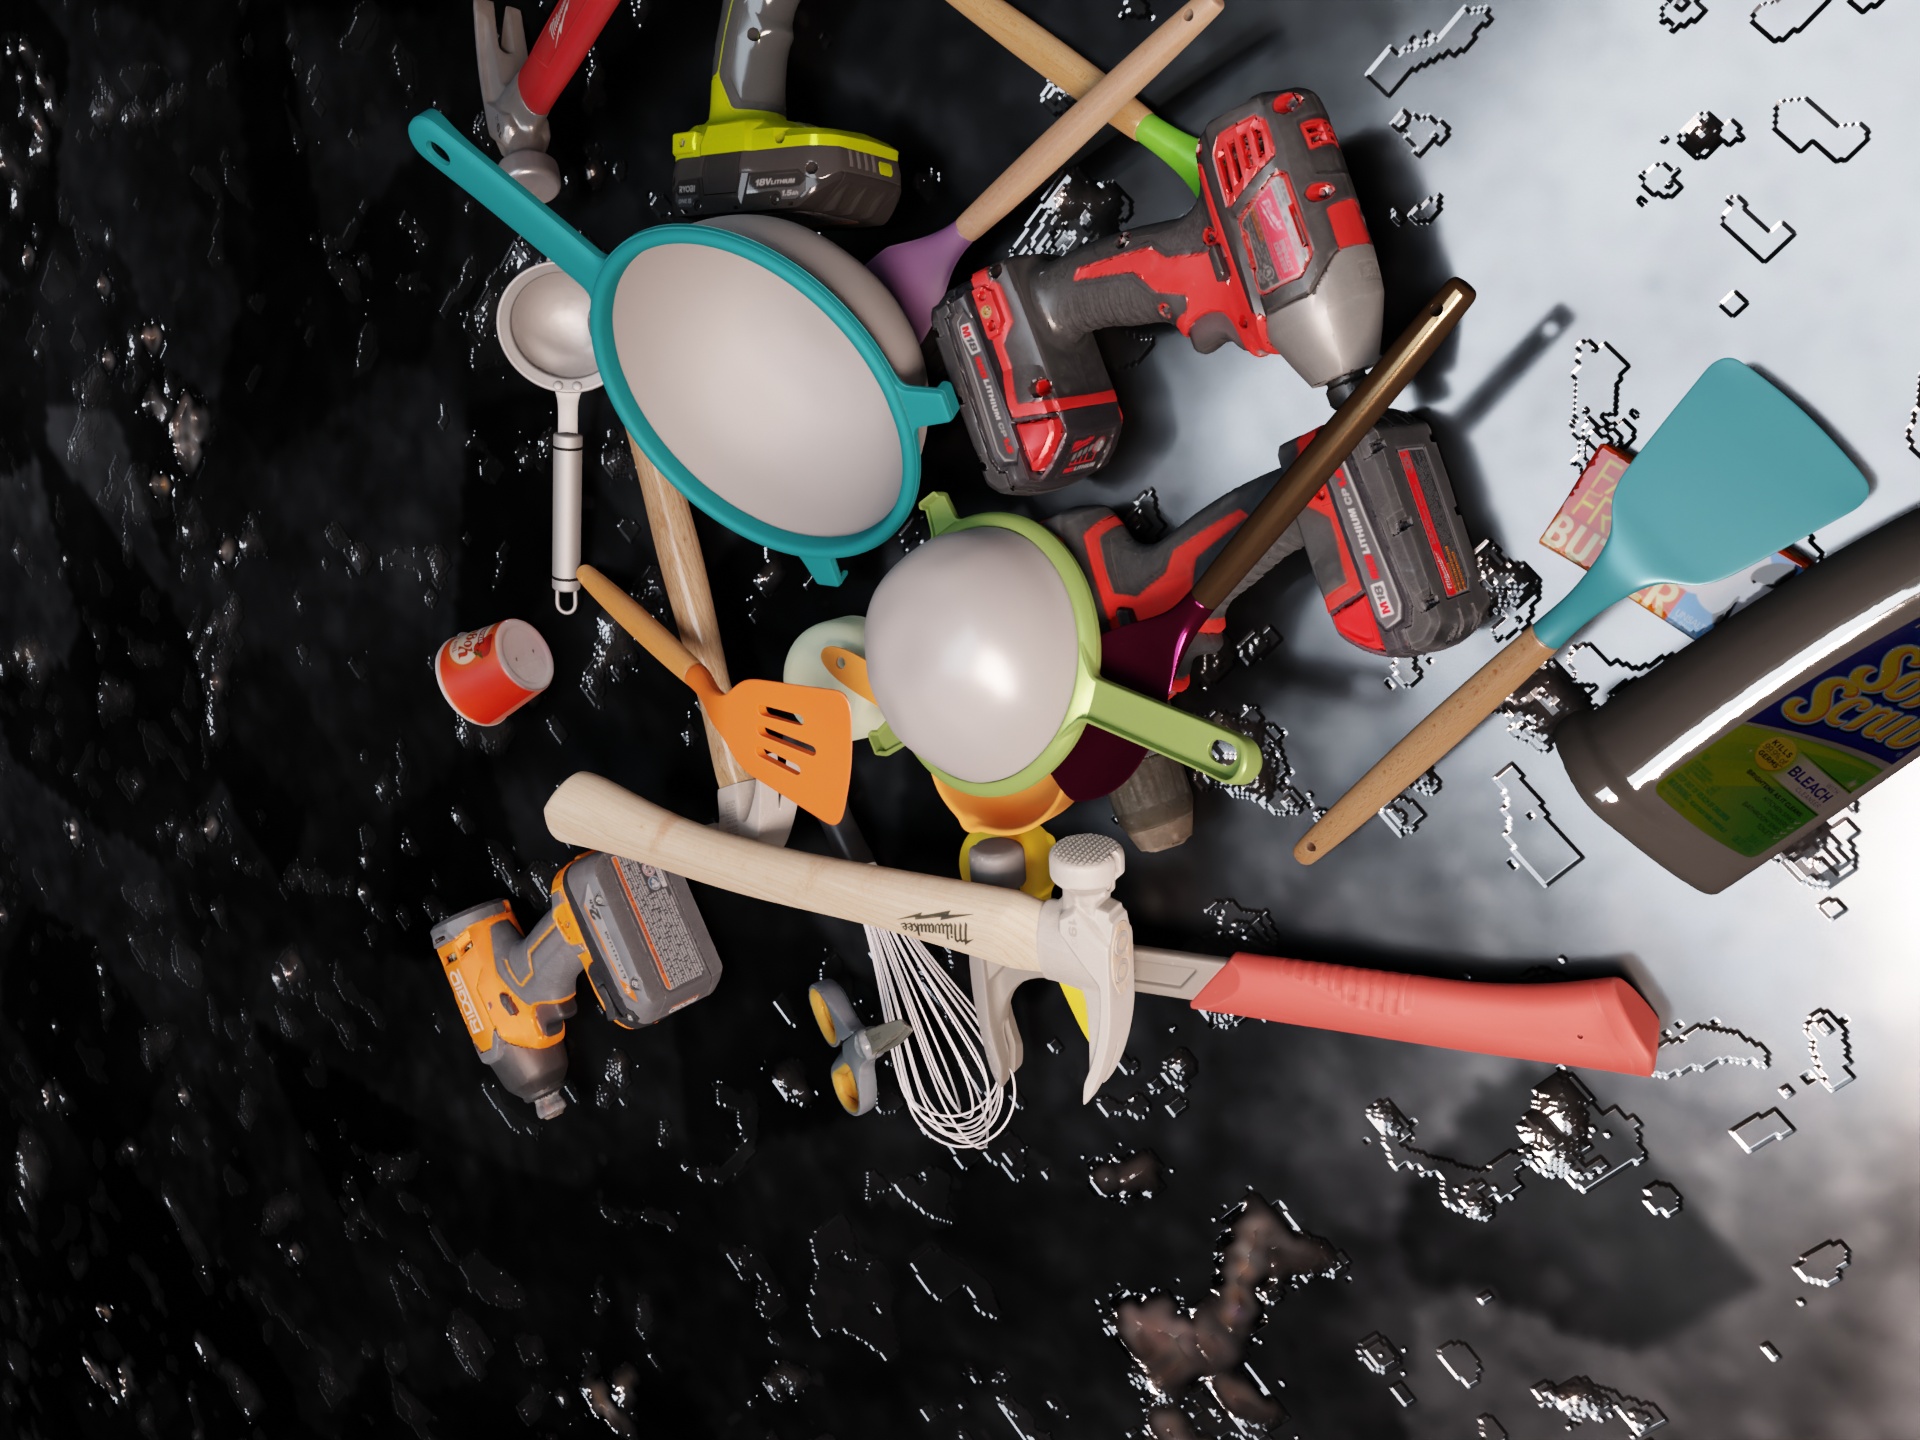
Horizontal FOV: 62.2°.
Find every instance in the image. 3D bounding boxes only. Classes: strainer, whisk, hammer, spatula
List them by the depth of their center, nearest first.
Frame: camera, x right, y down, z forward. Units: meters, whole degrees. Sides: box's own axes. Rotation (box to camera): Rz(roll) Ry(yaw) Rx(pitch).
[{"bbox_3d":[0.259,-0.025,0.739,0.082,0.044,0.317,49,132,12],"label":"spatula"},{"bbox_3d":[0.030,-0.018,0.787,0.257,0.069,0.151,25,107,43],"label":"strainer"},{"bbox_3d":[0.168,0.149,0.831,0.359,0.037,0.149,4,111,28],"label":"hammer"},{"bbox_3d":[0.020,-0.275,0.849,0.316,0.018,0.060,-32,86,41],"label":"spatula"},{"bbox_3d":[-0.182,-0.454,0.879,0.386,0.038,0.143,-29,69,48],"label":"hammer"},{"bbox_3d":[-0.145,-0.240,0.888,0.340,0.095,0.211,39,146,-3],"label":"strainer"},{"bbox_3d":[-0.087,0.102,0.929,0.411,0.038,0.146,10,116,32],"label":"hammer"},{"bbox_3d":[-0.162,-0.037,0.964,0.323,0.041,0.081,37,129,48],"label":"spatula"},{"bbox_3d":[-0.045,0.127,0.971,0.070,0.070,0.285,-33,76,33],"label":"whisk"},{"bbox_3d":[-0.168,-0.071,1.007,0.130,0.031,0.331,-18,85,54],"label":"hammer"},{"bbox_3d":[-0.261,-0.194,1.052,0.087,0.050,0.258,2,111,-12],"label":"strainer"}]

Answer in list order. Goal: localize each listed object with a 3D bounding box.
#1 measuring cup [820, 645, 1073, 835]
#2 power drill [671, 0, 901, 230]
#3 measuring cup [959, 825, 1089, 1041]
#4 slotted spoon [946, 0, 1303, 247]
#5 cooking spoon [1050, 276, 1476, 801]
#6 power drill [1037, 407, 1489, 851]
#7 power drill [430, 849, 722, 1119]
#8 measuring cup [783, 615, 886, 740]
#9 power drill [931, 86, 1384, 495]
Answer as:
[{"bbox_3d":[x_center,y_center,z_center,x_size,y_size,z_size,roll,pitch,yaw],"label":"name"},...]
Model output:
[{"bbox_3d":[-0.001,-0.003,0.913,0.174,0.052,0.095,31,113,24],"label":"measuring cup"},{"bbox_3d":[-0.092,-0.392,0.879,0.171,0.080,0.223,9,102,37],"label":"power drill"},{"bbox_3d":[0.048,0.128,0.921,0.062,0.029,0.156,-32,81,33],"label":"measuring cup"},{"bbox_3d":[0.078,-0.320,0.817,0.314,0.031,0.070,44,122,20],"label":"slotted spoon"},{"bbox_3d":[0.130,-0.075,0.745,0.318,0.017,0.069,-53,56,34],"label":"cooking spoon"},{"bbox_3d":[0.141,-0.042,0.803,0.227,0.080,0.188,-19,89,37],"label":"power drill"},{"bbox_3d":[-0.270,0.184,1.111,0.226,0.084,0.164,-27,85,38],"label":"power drill"},{"bbox_3d":[-0.045,-0.050,0.941,0.167,0.038,0.083,-43,76,33],"label":"measuring cup"},{"bbox_3d":[0.100,-0.192,0.776,0.219,0.078,0.143,-18,93,42],"label":"power drill"}]
